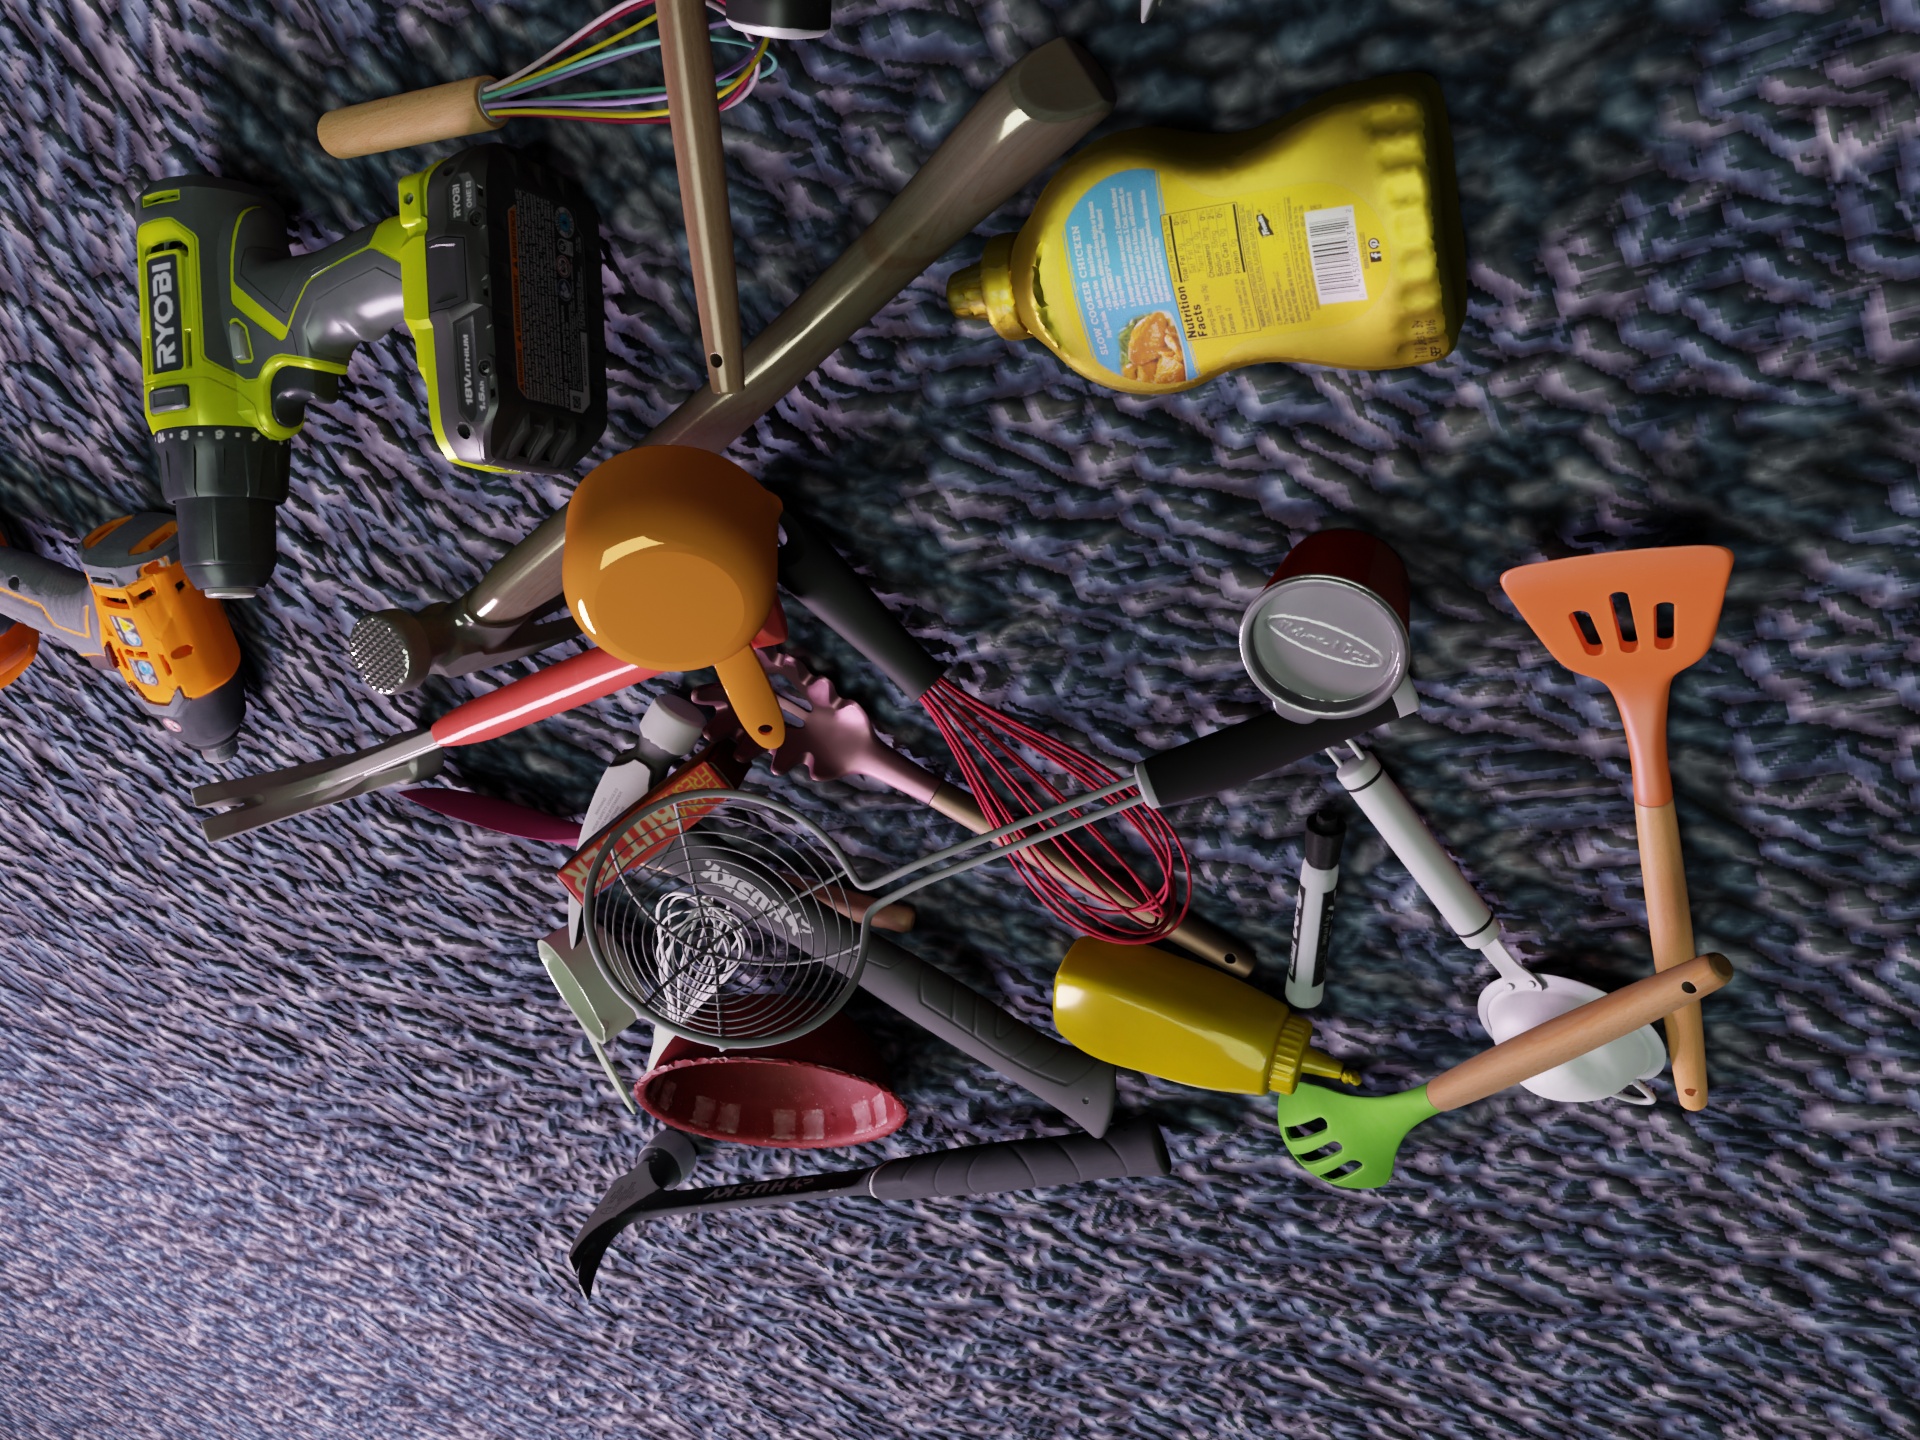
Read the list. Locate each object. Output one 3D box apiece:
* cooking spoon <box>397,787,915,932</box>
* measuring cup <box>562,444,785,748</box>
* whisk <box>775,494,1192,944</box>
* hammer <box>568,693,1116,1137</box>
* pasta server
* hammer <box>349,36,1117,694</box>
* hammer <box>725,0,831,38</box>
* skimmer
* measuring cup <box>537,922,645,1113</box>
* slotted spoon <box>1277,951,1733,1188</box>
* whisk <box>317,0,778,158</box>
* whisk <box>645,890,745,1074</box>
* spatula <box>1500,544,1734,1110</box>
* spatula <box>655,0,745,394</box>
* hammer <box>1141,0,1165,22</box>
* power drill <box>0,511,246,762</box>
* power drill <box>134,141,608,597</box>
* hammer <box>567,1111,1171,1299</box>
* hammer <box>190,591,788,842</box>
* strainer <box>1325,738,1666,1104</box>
[{"bbox_3d":[-0.178,0.077,0.921,0.319,0.068,0.017,13,90,12],"label":"cooking spoon"},{"bbox_3d":[-0.107,-0.033,0.674,0.095,0.052,0.173,-14,133,6],"label":"measuring cup"},{"bbox_3d":[-0.001,-0.002,0.759,0.296,0.073,0.073,45,131,-3],"label":"whisk"},{"bbox_3d":[-0.059,0.132,0.871,0.334,0.035,0.146,32,104,-3],"label":"hammer"},{"bbox_3d":[0.010,0.051,0.808,0.316,0.040,0.060,29,100,0],"label":"pasta server"},{"bbox_3d":[-0.095,-0.136,0.683,0.410,0.146,0.038,-34,87,30],"label":"hammer"},{"bbox_3d":[-0.187,-0.321,0.547,0.337,0.034,0.127,18,120,23],"label":"hammer"},{"bbox_3d":[0.018,0.040,0.686,0.363,0.127,0.090,-22,150,10],"label":"skimmer"},{"bbox_3d":[-0.221,0.193,1.020,0.083,0.038,0.167,34,148,40],"label":"measuring cup"},{"bbox_3d":[0.239,0.167,0.747,0.070,0.031,0.313,49,144,7],"label":"slotted spoon"},{"bbox_3d":[-0.176,-0.263,0.660,0.245,0.051,0.047,2,105,29],"label":"whisk"},{"bbox_3d":[-0.176,0.180,0.992,0.059,0.058,0.246,30,137,7],"label":"whisk"},{"bbox_3d":[0.295,0.057,0.674,0.081,0.041,0.322,-5,124,28],"label":"spatula"},{"bbox_3d":[-0.102,-0.272,0.552,0.060,0.018,0.315,6,114,25],"label":"spatula"},{"bbox_3d":[-0.106,-0.322,0.576,0.386,0.038,0.143,7,129,21],"label":"hammer"},{"bbox_3d":[-0.543,-0.052,0.968,0.226,0.084,0.164,8,129,16],"label":"power drill"},{"bbox_3d":[-0.276,-0.156,0.716,0.228,0.080,0.190,-2,91,24],"label":"power drill"},{"bbox_3d":[-0.063,0.285,0.978,0.409,0.149,0.036,-14,103,25],"label":"hammer"},{"bbox_3d":[-0.232,-0.006,0.808,0.359,0.149,0.037,-17,92,34],"label":"hammer"},{"bbox_3d":[0.243,0.104,0.738,0.258,0.050,0.087,51,144,-12],"label":"strainer"}]
